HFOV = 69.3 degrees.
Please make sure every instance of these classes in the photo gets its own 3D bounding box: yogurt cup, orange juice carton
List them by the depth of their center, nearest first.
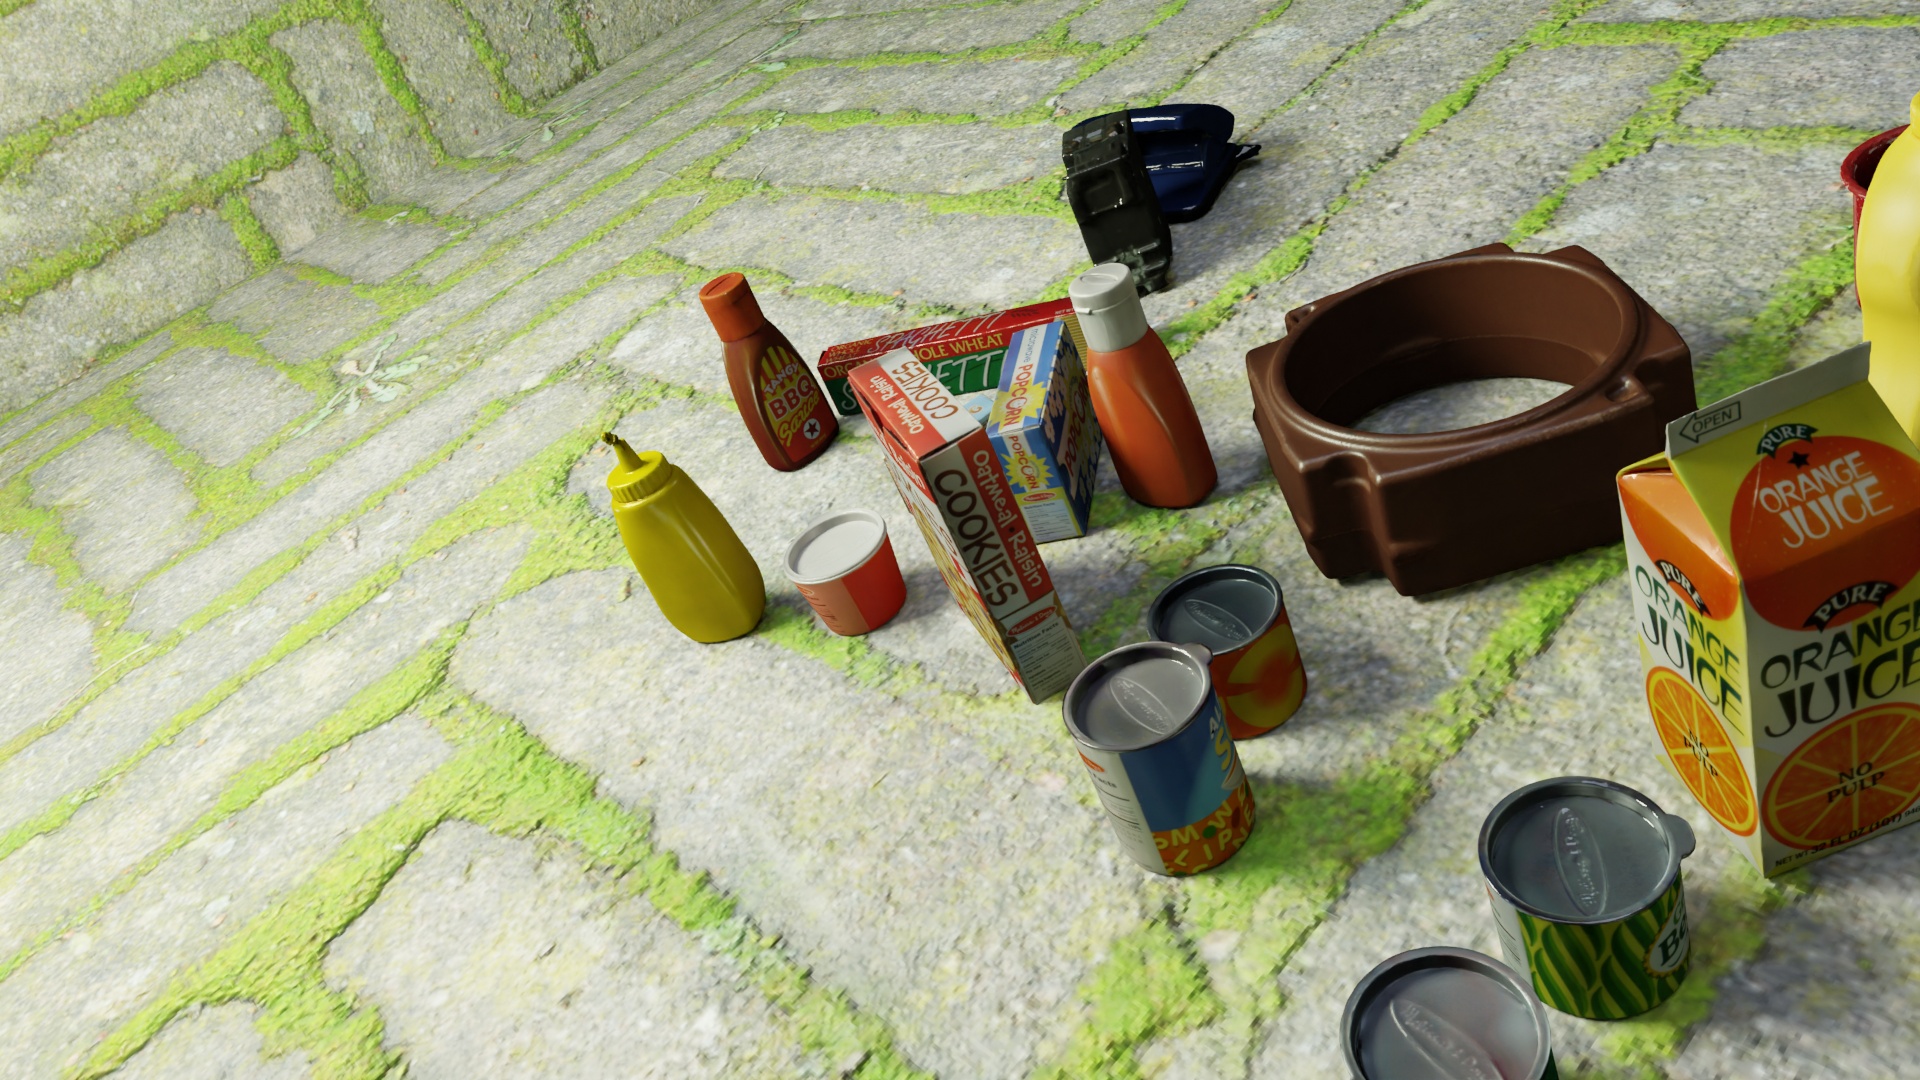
[{"bbox_3d":[0.290,0.022,0.492,0.072,0.192,0.073,-23,32,3],"label":"orange juice carton"},{"bbox_3d":[-0.068,0.022,0.855,0.072,0.053,0.073,-17,33,12],"label":"yogurt cup"}]

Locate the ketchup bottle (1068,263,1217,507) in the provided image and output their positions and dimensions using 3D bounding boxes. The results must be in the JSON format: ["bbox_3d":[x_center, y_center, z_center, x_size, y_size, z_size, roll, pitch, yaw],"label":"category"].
[{"bbox_3d":[0.103,-0.089,0.813,0.044,0.148,0.065,-42,36,-25],"label":"ketchup bottle"}]

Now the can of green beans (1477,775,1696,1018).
[{"bbox_3d":[0.227,0.130,0.505,0.071,0.057,0.071,-17,33,12],"label":"can of green beans"}]

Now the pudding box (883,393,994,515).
[{"bbox_3d":[-0.004,-0.055,0.926,0.084,0.049,0.030,-34,33,-14],"label":"pudding box"}]

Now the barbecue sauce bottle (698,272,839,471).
[{"bbox_3d":[-0.145,-0.126,1.028,0.043,0.148,0.065,12,48,44],"label":"barbecue sauce bottle"}]

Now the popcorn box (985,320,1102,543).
[{"bbox_3d":[0.056,-0.070,0.876,0.038,0.085,0.127,-11,35,20],"label":"popcorn box"}]

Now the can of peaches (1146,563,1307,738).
[{"bbox_3d":[0.128,0.055,0.675,0.071,0.057,0.071,-17,33,12],"label":"can of peaches"}]

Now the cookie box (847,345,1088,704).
[{"bbox_3d":[0.003,-0.009,0.748,0.040,0.166,0.123,-29,33,-7],"label":"cookie box"}]

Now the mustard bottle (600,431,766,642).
[{"bbox_3d":[-0.179,-0.007,0.870,0.065,0.159,0.049,-12,35,20],"label":"mustard bottle"}]

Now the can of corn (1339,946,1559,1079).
[{"bbox_3d":[0.165,0.184,0.468,0.071,0.058,0.071,-17,33,12],"label":"can of corn"}]

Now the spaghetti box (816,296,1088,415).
[{"bbox_3d":[0.009,-0.139,1.036,0.250,0.050,0.029,-8,36,24],"label":"spaghetti box"}]

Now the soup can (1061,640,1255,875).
[{"bbox_3d":[0.092,0.096,0.617,0.071,0.083,0.072,-17,33,12],"label":"soup can"}]
